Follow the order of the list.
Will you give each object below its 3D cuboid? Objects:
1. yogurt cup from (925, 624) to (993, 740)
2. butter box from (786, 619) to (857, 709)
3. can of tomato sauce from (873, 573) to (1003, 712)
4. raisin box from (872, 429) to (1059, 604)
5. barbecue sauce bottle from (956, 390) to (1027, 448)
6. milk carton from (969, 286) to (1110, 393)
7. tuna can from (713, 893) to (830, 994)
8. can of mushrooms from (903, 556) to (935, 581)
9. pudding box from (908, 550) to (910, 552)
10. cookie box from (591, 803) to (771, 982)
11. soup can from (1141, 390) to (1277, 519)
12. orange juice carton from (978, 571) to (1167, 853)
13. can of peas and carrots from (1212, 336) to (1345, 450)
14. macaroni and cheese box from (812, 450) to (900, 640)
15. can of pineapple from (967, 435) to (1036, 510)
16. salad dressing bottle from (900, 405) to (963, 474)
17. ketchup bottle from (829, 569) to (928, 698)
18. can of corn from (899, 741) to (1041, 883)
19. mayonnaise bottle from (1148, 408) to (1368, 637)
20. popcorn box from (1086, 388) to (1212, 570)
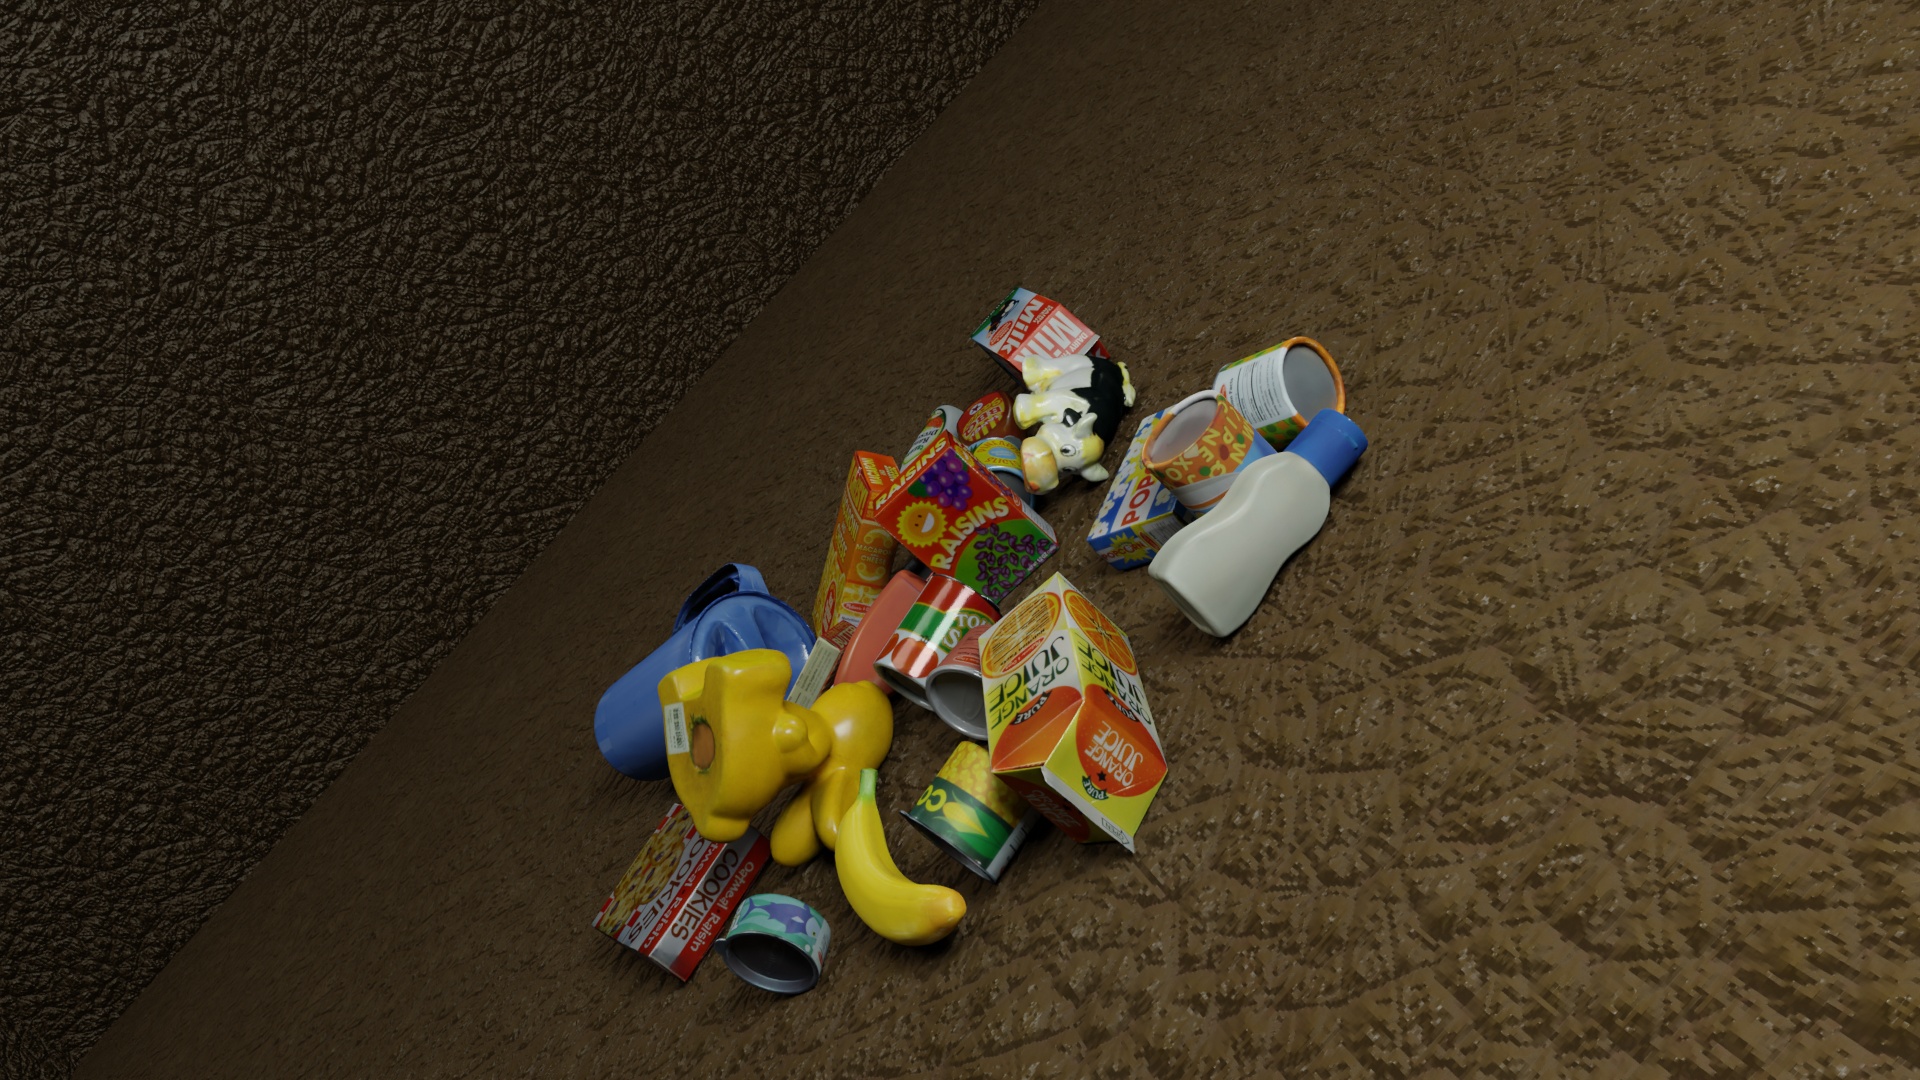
[{"bbox_3d":[0.017,0.095,0.950,0.072,0.072,0.054,-27,21,44],"label":"yogurt cup"},{"bbox_3d":[-0.119,0.119,1.160,0.103,0.024,0.053,-62,-10,18],"label":"butter box"},{"bbox_3d":[-0.015,0.078,1.039,0.083,0.071,0.071,-56,22,-19],"label":"can of tomato sauce"},{"bbox_3d":[0.004,-0.014,1.083,0.086,0.123,0.040,-43,21,14],"label":"raisin box"},{"bbox_3d":[0.034,-0.090,1.276,0.065,0.043,0.149,-37,22,10],"label":"barbecue sauce bottle"},{"bbox_3d":[0.078,-0.181,1.310,0.072,0.073,0.191,-47,21,2],"label":"milk carton"},{"bbox_3d":[-0.122,0.263,0.909,0.071,0.071,0.033,-33,23,34],"label":"tuna can"},{"bbox_3d":[-0.025,0.037,1.178,0.071,0.033,0.071,-40,21,19],"label":"can of mushrooms"},{"bbox_3d":[-0.012,-0.024,1.222,0.049,0.030,0.084,-28,3,41],"label":"pudding box"},{"bbox_3d":[-0.226,0.281,1.127,0.123,0.040,0.167,-57,21,-22],"label":"cookie box"},{"bbox_3d":[0.164,-0.042,0.874,0.071,0.083,0.072,-40,22,20],"label":"soup can"},{"bbox_3d":[0.065,0.105,0.823,0.073,0.071,0.193,-42,21,16],"label":"orange juice carton"},{"bbox_3d":[0.210,-0.094,0.907,0.058,0.071,0.071,-20,34,51],"label":"can of peas and carrots"},{"bbox_3d":[-0.090,0.017,1.225,0.124,0.040,0.166,-119,43,-68],"label":"macaroni and cheese box"},{"bbox_3d":[0.030,-0.047,1.171,0.071,0.071,0.058,-41,22,17],"label":"can of pineapple"},{"bbox_3d":[-0.038,-0.067,1.376,0.064,0.044,0.148,-18,36,53],"label":"salad dressing bottle"},{"bbox_3d":[-0.066,0.098,1.113,0.148,0.064,0.043,-53,8,10],"label":"ketchup bottle"},{"bbox_3d":[0.008,0.161,0.834,0.058,0.071,0.071,-53,21,-15],"label":"can of corn"},{"bbox_3d":[0.181,-0.014,0.827,0.148,0.064,0.041,-46,16,-8],"label":"mayonnaise bottle"},{"bbox_3d":[0.148,-0.044,0.972,0.085,0.038,0.127,-22,32,50],"label":"popcorn box"}]
